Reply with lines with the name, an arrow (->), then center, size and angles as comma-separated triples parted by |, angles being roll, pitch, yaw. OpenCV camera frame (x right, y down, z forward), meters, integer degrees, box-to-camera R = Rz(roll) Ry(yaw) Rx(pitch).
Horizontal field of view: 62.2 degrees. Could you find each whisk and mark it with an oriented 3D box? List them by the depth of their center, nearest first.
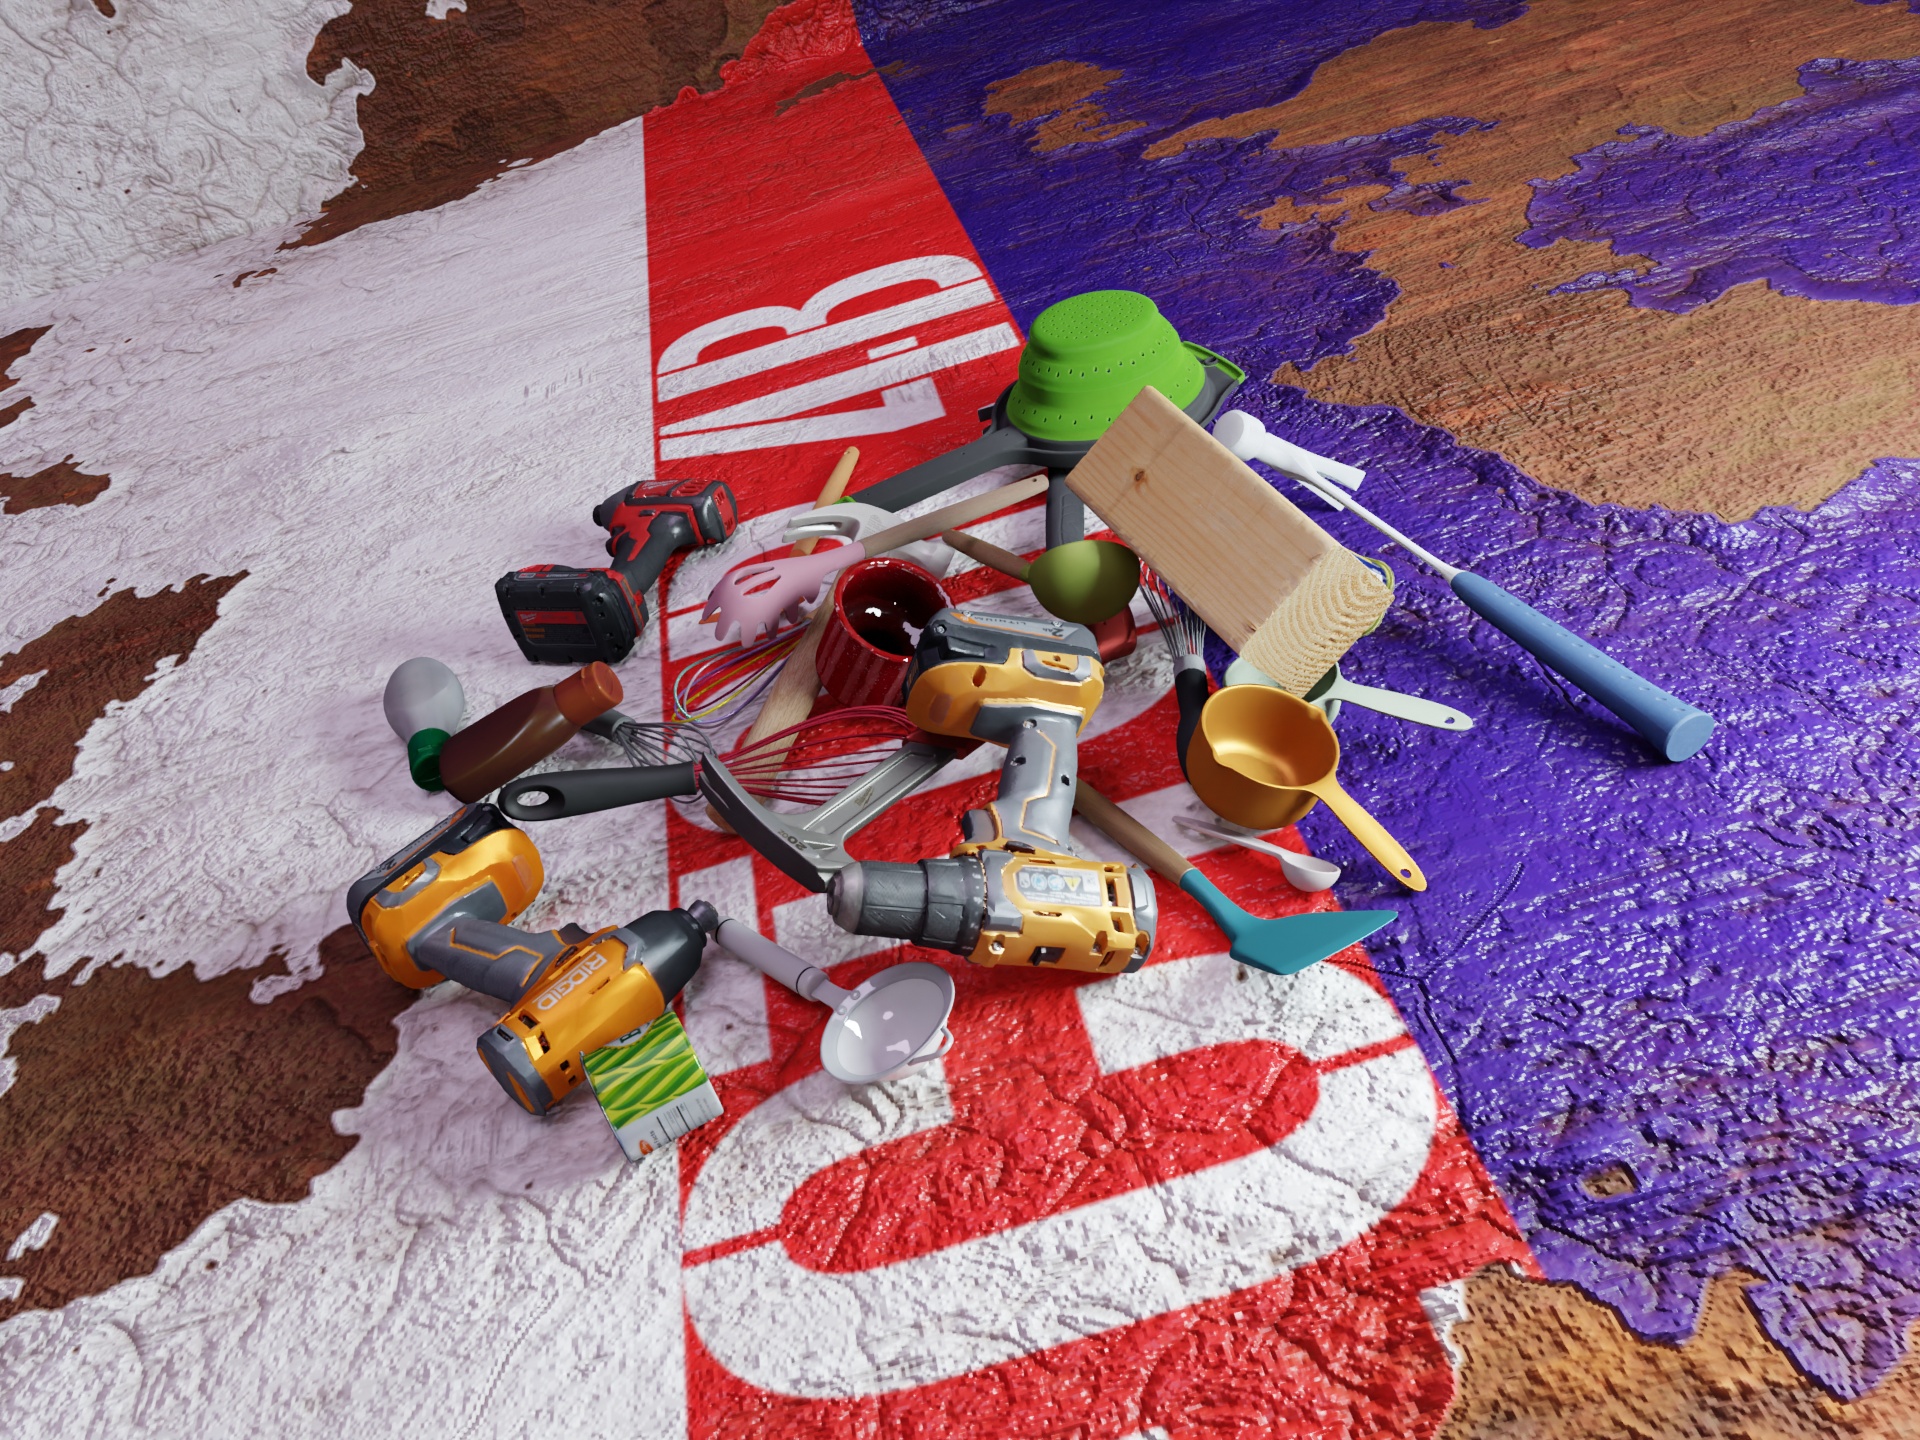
whisk -> -0.159, 0.037, 1.068 | 0.295, 0.073, 0.073 | -7, 35, -10
whisk -> 0.160, -0.054, 1.118 | 0.070, 0.070, 0.285 | -10, 42, 10
whisk -> -0.256, 0.011, 1.208 | 0.055, 0.055, 0.239 | -38, 36, -26
whisk -> -0.135, -0.063, 1.253 | 0.245, 0.051, 0.047 | -39, -3, -35

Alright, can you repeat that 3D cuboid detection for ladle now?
ladle -> 0.044, -0.128, 1.205 | 0.078, 0.062, 0.320 | 6, 13, -21

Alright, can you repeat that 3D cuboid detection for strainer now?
strainer -> -0.081, 0.159, 0.942 | 0.087, 0.050, 0.259 | -45, 38, -22

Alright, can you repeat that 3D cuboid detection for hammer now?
hammer -> -0.002, -0.003, 1.061 | 0.149, 0.036, 0.359 | 37, 47, 18
hammer -> 0.337, -0.098, 1.078 | 0.144, 0.035, 0.406 | 13, 25, -40
hammer -> -0.114, -0.049, 1.203 | 0.130, 0.031, 0.331 | 26, 50, -3
hammer -> 0.083, -0.200, 1.355 | 0.146, 0.035, 0.335 | -9, 37, 10

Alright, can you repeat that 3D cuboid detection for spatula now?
spatula -> 0.124, 0.075, 0.967 | 0.082, 0.044, 0.318 | -23, 34, -23
spatula -> -0.138, -0.164, 1.391 | 0.081, 0.041, 0.323 | -7, 36, 20

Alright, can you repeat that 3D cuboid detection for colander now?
colander -> 0.049, -0.273, 1.353 | 0.397, 0.094, 0.205 | -25, 38, -13

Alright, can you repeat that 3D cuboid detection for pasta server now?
pasta server -> -0.057, -0.135, 1.236 | 0.316, 0.040, 0.060 | -25, 62, -30

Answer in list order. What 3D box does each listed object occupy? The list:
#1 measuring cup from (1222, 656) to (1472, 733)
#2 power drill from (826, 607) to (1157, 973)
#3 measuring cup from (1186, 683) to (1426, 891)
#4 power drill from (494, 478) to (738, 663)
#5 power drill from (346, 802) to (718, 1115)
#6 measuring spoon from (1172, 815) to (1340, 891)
measuring cup -> 0.250, -0.005, 1.029 | 0.168, 0.038, 0.083 | 17, 48, 35
power drill -> 0.011, 0.042, 0.943 | 0.185, 0.084, 0.226 | 6, 52, -15
measuring cup -> 0.209, 0.054, 0.964 | 0.095, 0.052, 0.174 | -23, 58, -33
power drill -> -0.304, -0.143, 1.404 | 0.143, 0.078, 0.220 | 2, 37, 25
power drill -> -0.270, 0.138, 1.016 | 0.227, 0.084, 0.164 | 25, 52, 38
measuring spoon -> 0.175, 0.081, 0.964 | 0.034, 0.018, 0.124 | 1, 12, -42
